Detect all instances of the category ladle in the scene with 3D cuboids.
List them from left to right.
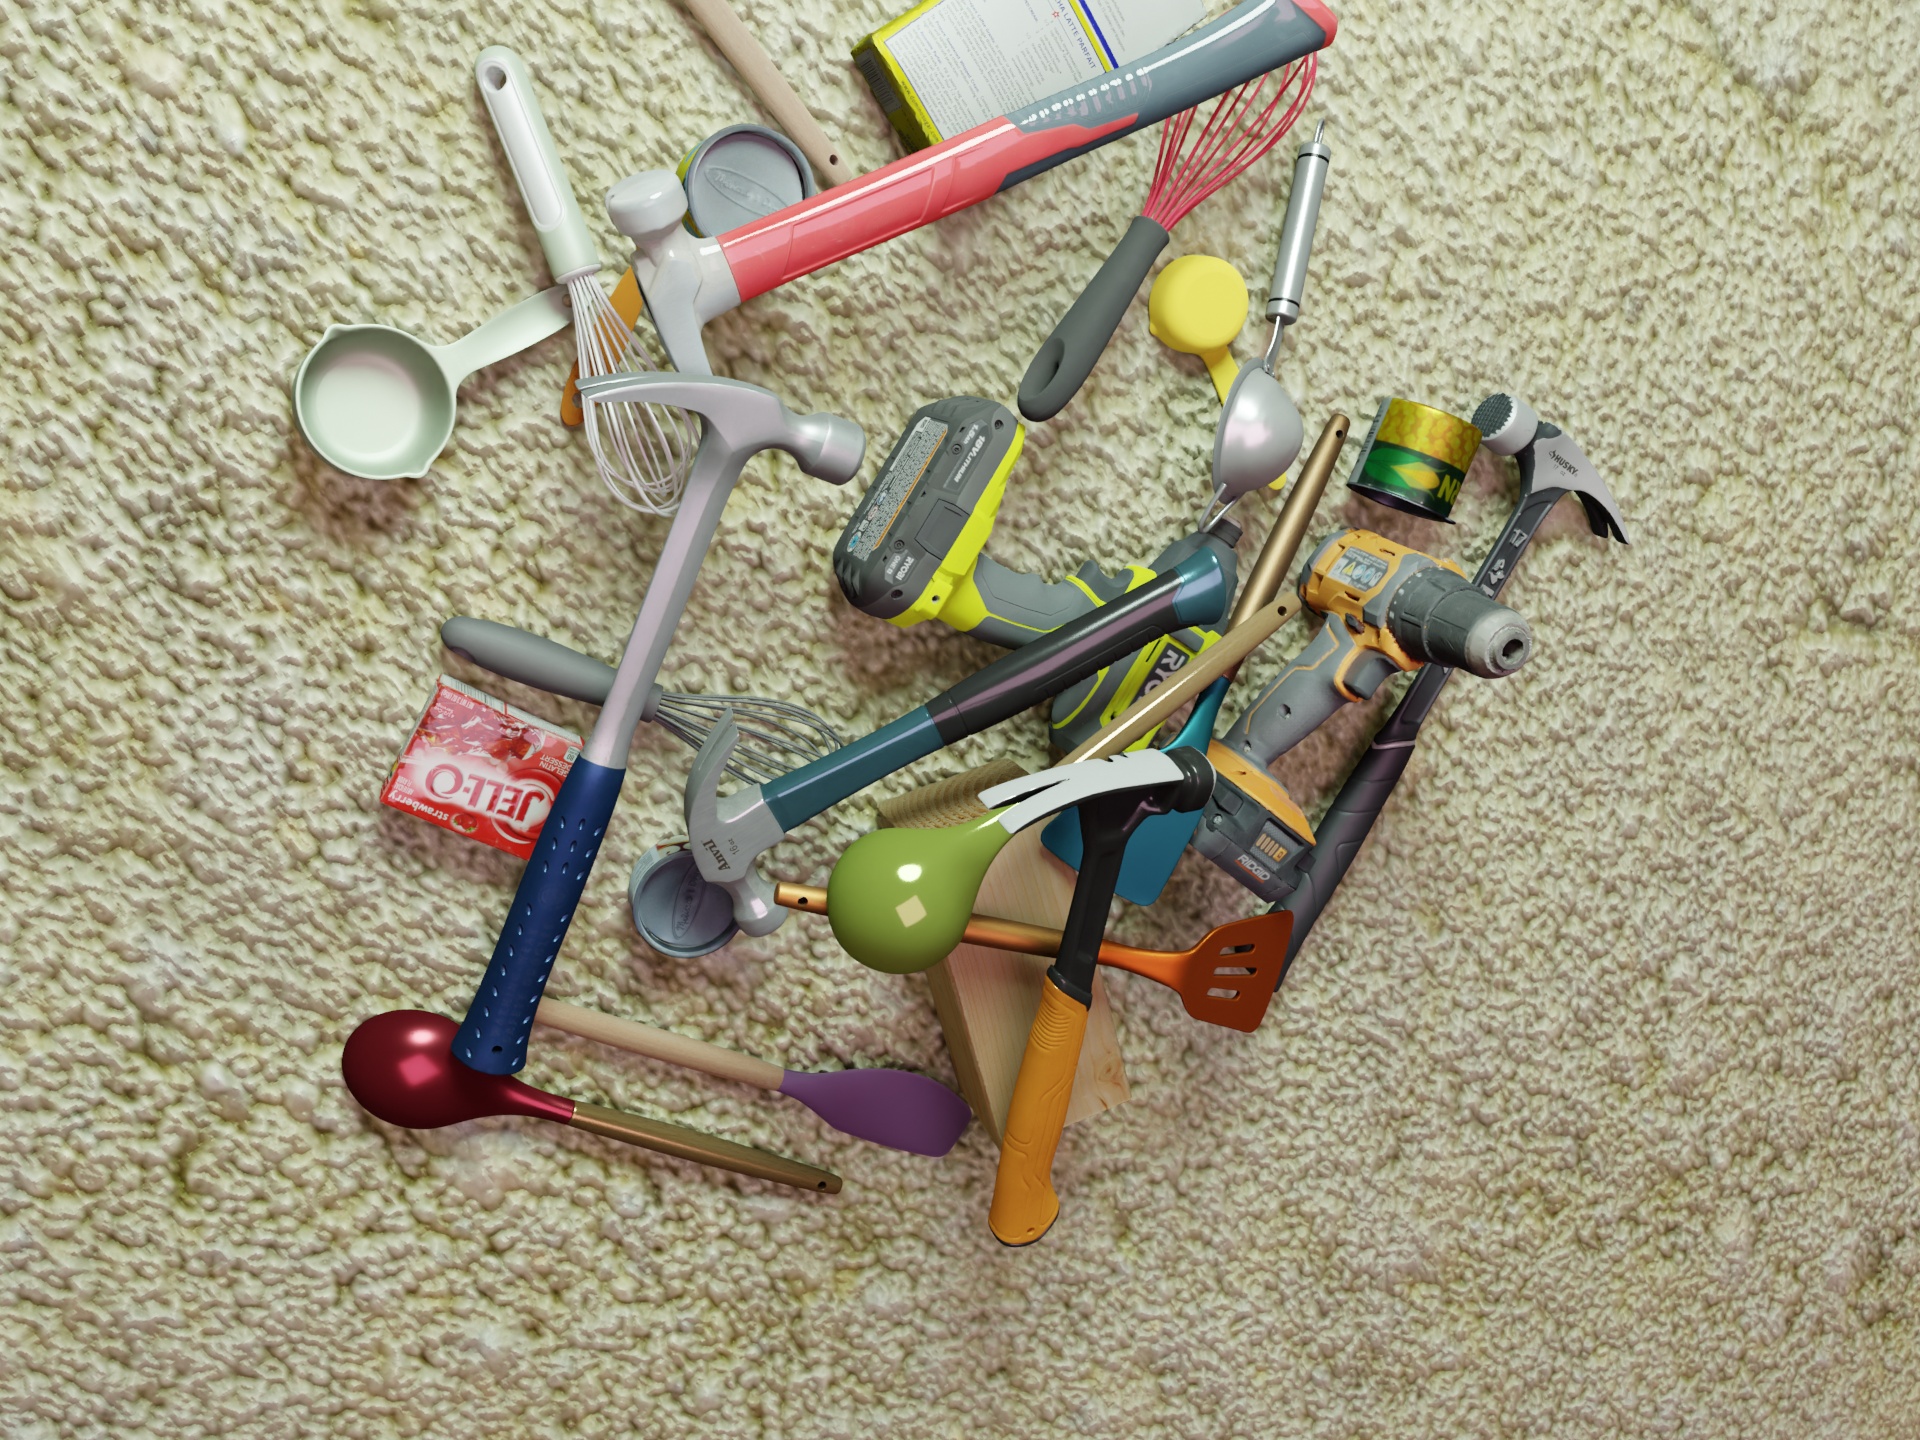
[{"bbox_3d":[-0.210,0.241,0.949,0.315,0.031,0.069,23,94,-24],"label":"ladle"},{"bbox_3d":[0.063,0.025,0.868,0.320,0.062,0.078,-36,90,-16],"label":"ladle"}]

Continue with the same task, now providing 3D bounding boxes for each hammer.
[{"bbox_3d":[-0.190,0.010,0.838,0.144,0.035,0.405,16,107,-29],"label":"hammer"},{"bbox_3d":[-0.001,-0.003,0.879,0.331,0.033,0.128,-28,123,-1],"label":"hammer"},{"bbox_3d":[0.022,-0.275,0.817,0.386,0.038,0.143,-26,131,-8],"label":"hammer"},{"bbox_3d":[0.049,0.167,0.874,0.127,0.034,0.336,-9,125,-28],"label":"hammer"},{"bbox_3d":[0.298,-0.001,1.047,0.149,0.036,0.409,26,97,-30],"label":"hammer"}]

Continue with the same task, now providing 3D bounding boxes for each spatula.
[{"bbox_3d":[-0.133,0.210,0.969,0.315,0.018,0.059,22,111,-22],"label":"spatula"},{"bbox_3d":[0.049,0.125,0.909,0.322,0.041,0.081,13,100,-16],"label":"spatula"},{"bbox_3d":[0.154,-0.046,0.928,0.082,0.044,0.317,32,75,-16],"label":"spatula"}]

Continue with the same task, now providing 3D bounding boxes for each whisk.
[{"bbox_3d":[-0.193,-0.221,0.814,0.058,0.059,0.246,-17,102,15],"label":"whisk"},{"bbox_3d":[-0.171,-0.009,0.885,0.238,0.055,0.055,21,97,-19],"label":"whisk"},{"bbox_3d":[0.115,-0.286,0.877,0.073,0.073,0.296,36,81,-23],"label":"whisk"}]

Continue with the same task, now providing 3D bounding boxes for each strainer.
[{"bbox_3d":[0.188,-0.231,0.927,0.086,0.050,0.258,24,77,-63],"label":"strainer"}]

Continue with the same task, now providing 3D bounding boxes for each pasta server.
[{"bbox_3d":[-0.155,-0.399,0.792,0.060,0.040,0.316,-47,115,-14],"label":"pasta server"}]

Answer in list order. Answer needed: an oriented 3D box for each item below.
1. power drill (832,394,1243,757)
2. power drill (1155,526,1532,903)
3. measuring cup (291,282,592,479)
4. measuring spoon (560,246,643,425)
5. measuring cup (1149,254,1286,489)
[{"bbox_3d":[0.054,-0.086,0.927,0.223,0.080,0.171,30,93,-27],"label":"power drill"},{"bbox_3d":[0.222,-0.004,0.945,0.084,0.185,0.226,37,94,-26],"label":"power drill"},{"bbox_3d":[-0.264,-0.184,0.819,0.167,0.038,0.083,-37,113,-24],"label":"measuring cup"},{"bbox_3d":[-0.183,-0.209,0.846,0.021,0.011,0.117,25,95,-23],"label":"measuring spoon"},{"bbox_3d":[0.166,-0.205,0.954,0.062,0.029,0.156,-34,111,-8],"label":"measuring cup"}]
